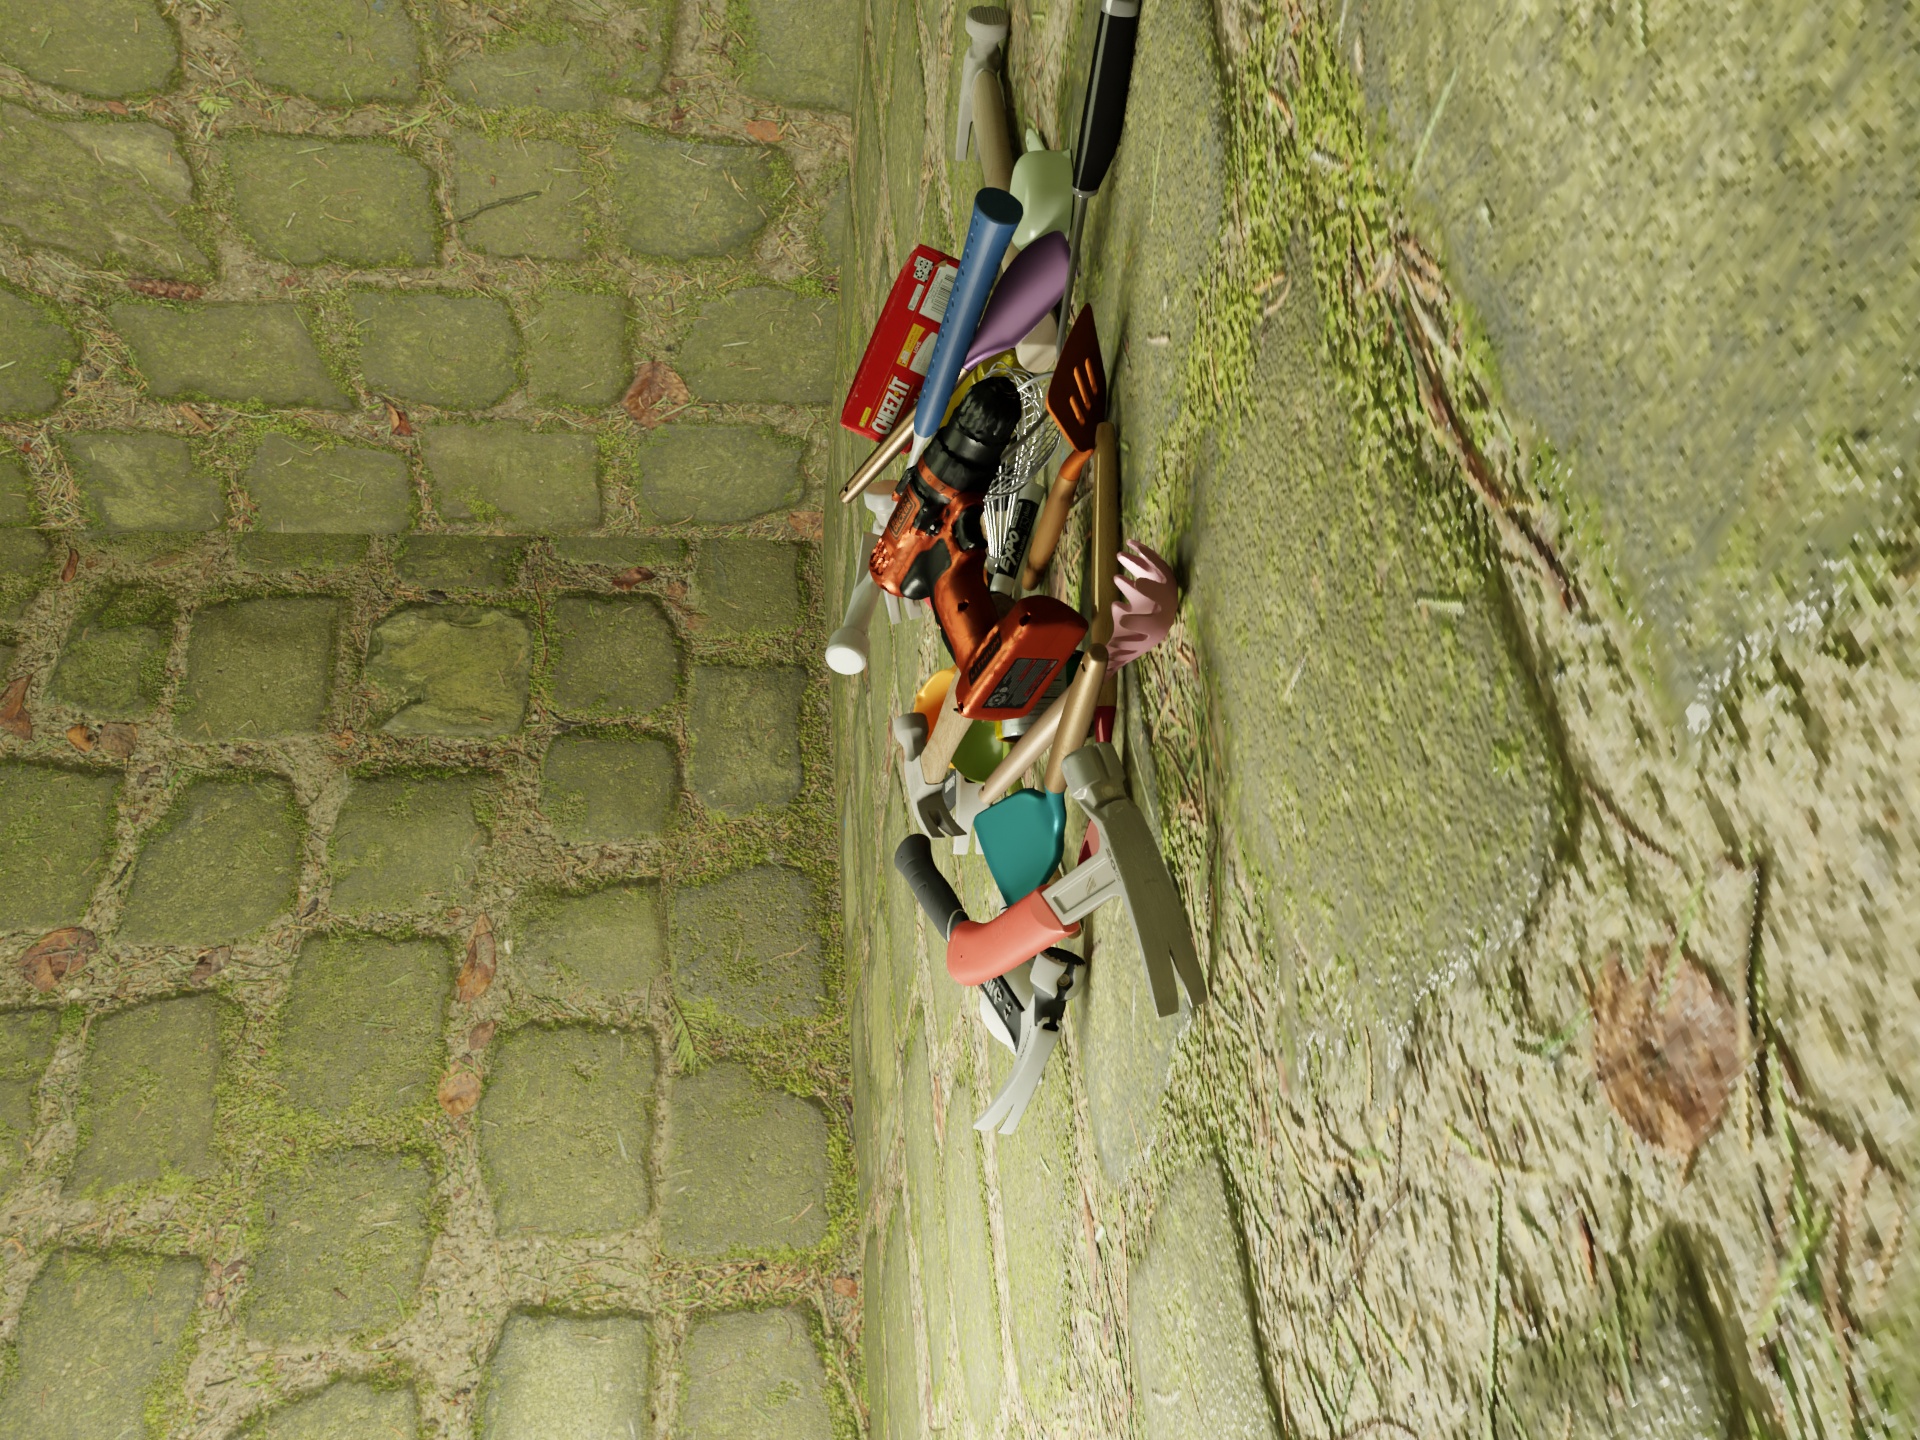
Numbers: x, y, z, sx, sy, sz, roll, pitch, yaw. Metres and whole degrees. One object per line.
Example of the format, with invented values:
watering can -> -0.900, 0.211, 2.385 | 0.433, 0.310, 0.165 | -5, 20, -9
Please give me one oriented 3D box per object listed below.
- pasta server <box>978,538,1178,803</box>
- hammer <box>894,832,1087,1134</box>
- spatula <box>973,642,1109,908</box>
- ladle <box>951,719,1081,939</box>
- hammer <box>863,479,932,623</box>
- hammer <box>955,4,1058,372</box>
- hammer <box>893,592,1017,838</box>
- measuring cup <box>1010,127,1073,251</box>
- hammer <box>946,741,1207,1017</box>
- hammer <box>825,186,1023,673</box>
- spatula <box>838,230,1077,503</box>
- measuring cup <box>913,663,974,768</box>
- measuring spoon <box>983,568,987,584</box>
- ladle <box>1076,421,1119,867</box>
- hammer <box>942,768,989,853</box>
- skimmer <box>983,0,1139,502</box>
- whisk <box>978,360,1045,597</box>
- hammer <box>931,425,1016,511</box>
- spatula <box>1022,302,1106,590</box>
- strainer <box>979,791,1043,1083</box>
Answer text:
pasta server -> 0.062, -0.014, 0.992 | 0.316, 0.040, 0.060 | 128, 154, -58
hammer -> 0.003, 0.182, 1.291 | 0.409, 0.036, 0.149 | -133, 60, -69
spatula -> 0.053, 0.034, 0.991 | 0.317, 0.044, 0.082 | 100, 150, -64
ladle -> 0.039, 0.075, 1.257 | 0.320, 0.062, 0.078 | -111, 23, -60
hammer -> -0.003, -0.078, 1.355 | 0.387, 0.038, 0.143 | -127, 23, -56
hammer -> 0.036, -0.428, 1.334 | 0.146, 0.038, 0.411 | 98, 168, -51
hammer -> -0.002, -0.004, 1.255 | 0.331, 0.031, 0.130 | 116, 144, -63
measuring cup -> 0.052, -0.415, 1.214 | 0.168, 0.038, 0.083 | -102, 15, -47
hammer -> 0.053, 0.134, 0.999 | 0.359, 0.036, 0.149 | 128, 126, -67
hammer -> -0.030, -0.216, 1.197 | 0.405, 0.035, 0.144 | 114, 172, -46
spatula -> -0.011, -0.265, 1.242 | 0.316, 0.018, 0.060 | -41, 60, 43
measuring cup -> 0.017, -0.036, 1.440 | 0.173, 0.052, 0.095 | -64, 34, 15
measuring spoon -> 0.019, -0.165, 1.543 | 0.117, 0.011, 0.021 | -95, 18, -51
ladle -> 0.091, -0.034, 1.011 | 0.069, 0.031, 0.315 | 157, 115, -78
hammer -> -0.010, 0.079, 1.648 | 0.334, 0.035, 0.146 | 128, 141, -77
skimmer -> 0.045, -0.306, 1.077 | 0.127, 0.090, 0.363 | -73, -6, -50
whisk -> 0.033, -0.160, 1.308 | 0.070, 0.070, 0.284 | -102, 10, -53
hammer -> 0.006, -0.227, 1.521 | 0.337, 0.034, 0.127 | -123, 39, -73
spatula -> 0.065, -0.168, 1.126 | 0.322, 0.041, 0.081 | 108, -176, -69
strainer -> 0.040, 0.168, 1.308 | 0.087, 0.050, 0.259 | 135, 140, -56
